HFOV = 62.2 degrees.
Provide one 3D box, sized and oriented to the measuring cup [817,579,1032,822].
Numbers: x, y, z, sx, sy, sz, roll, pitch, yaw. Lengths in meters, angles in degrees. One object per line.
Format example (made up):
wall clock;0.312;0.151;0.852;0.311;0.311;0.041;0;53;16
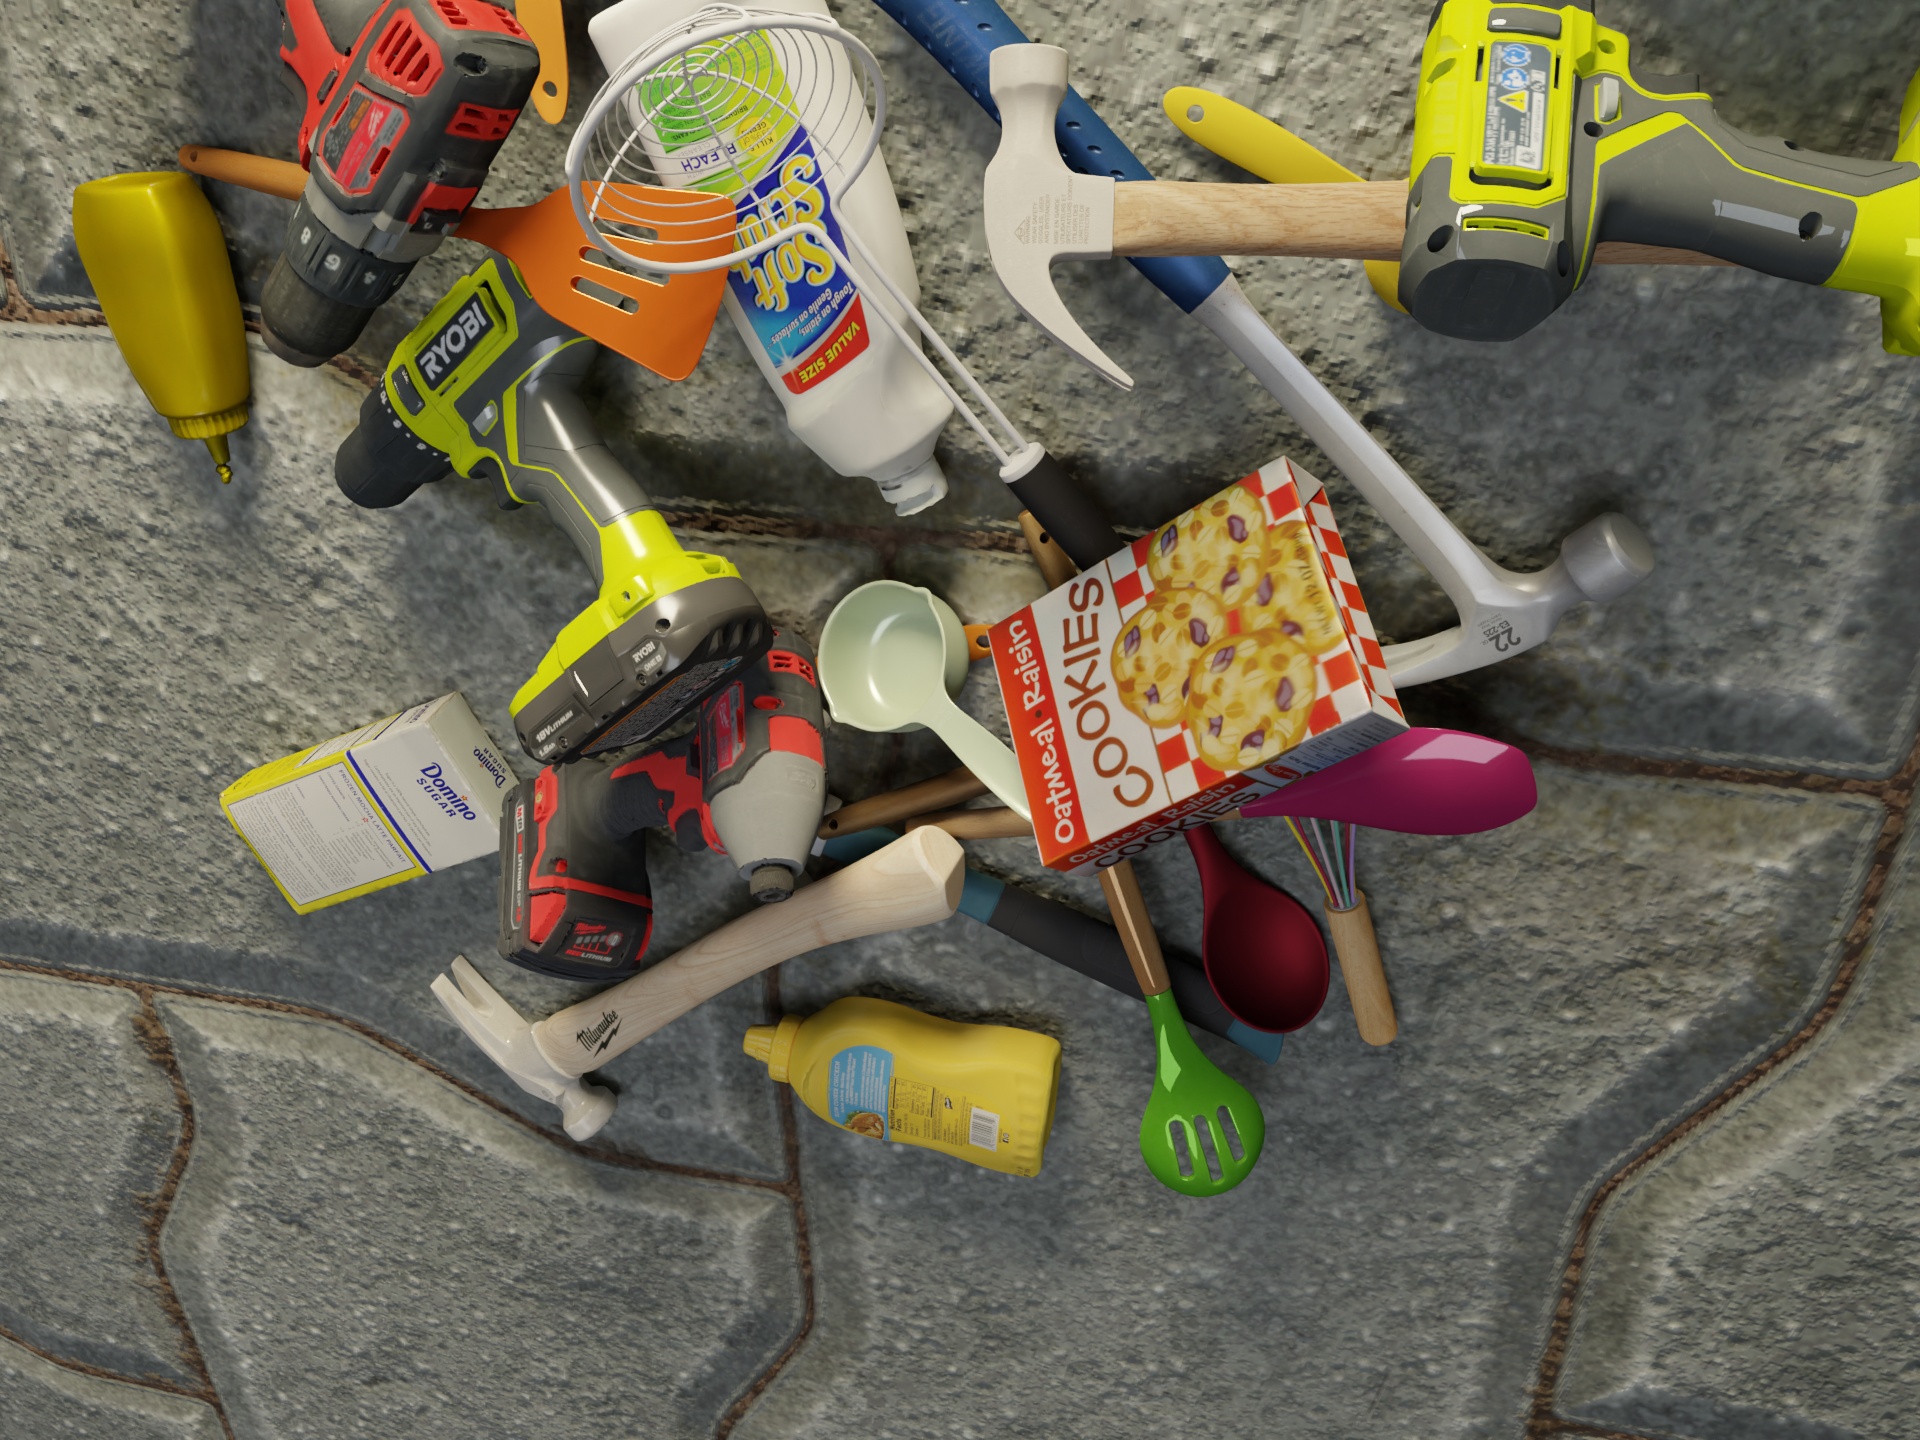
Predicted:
measuring cup;-0.001;-0.003;0.789;0.168;0.038;0.083;43;107;24

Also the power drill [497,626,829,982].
power drill;-0.154;0.056;0.841;0.219;0.143;0.078;-31;144;35

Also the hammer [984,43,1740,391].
hammer;0.174;-0.194;0.625;0.331;0.031;0.130;2;99;3

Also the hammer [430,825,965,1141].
hammer;-0.158;0.141;0.934;0.410;0.038;0.146;-30;107;37

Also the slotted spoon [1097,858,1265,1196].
slotted spoon;0.095;0.121;0.848;0.070;0.031;0.313;-20;101;1

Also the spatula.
spatula;-0.245;-0.230;0.728;0.323;0.041;0.081;20;98;27

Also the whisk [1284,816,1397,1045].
whisk;0.196;0.076;0.814;0.047;0.051;0.244;-30;121;-14

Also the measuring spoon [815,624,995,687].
measuring spoon;-0.028;-0.033;0.836;0.117;0.011;0.021;-10;117;22

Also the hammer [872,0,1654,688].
hammer;0.111;-0.173;0.688;0.405;0.035;0.144;45;133;-9

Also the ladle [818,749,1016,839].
ladle;0.049;0.014;0.775;0.320;0.062;0.078;-19;83;30

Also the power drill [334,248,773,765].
power drill;-0.208;-0.098;0.778;0.190;0.080;0.228;-34;82;29

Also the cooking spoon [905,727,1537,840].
cooking spoon;0.113;0.043;0.776;0.319;0.017;0.068;-6;129;28

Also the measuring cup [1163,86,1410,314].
measuring cup;0.152;-0.219;0.658;0.156;0.029;0.062;27;124;-4

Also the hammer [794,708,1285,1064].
hammer;0.033;0.107;0.889;0.331;0.033;0.128;24;123;1

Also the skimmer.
skimmer;-0.008;-0.137;0.669;0.127;0.090;0.363;-33;123;19

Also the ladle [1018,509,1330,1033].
ladle;0.106;0.029;0.820;0.069;0.031;0.315;-34;107;-14

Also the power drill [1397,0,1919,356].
power drill;0.275;-0.209;0.561;0.223;0.171;0.080;9;161;5

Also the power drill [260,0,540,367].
power drill;-0.292;-0.284;0.679;0.188;0.080;0.227;-43;81;32

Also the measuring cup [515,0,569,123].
measuring cup;-0.170;-0.345;0.667;0.095;0.052;0.173;10;124;11
